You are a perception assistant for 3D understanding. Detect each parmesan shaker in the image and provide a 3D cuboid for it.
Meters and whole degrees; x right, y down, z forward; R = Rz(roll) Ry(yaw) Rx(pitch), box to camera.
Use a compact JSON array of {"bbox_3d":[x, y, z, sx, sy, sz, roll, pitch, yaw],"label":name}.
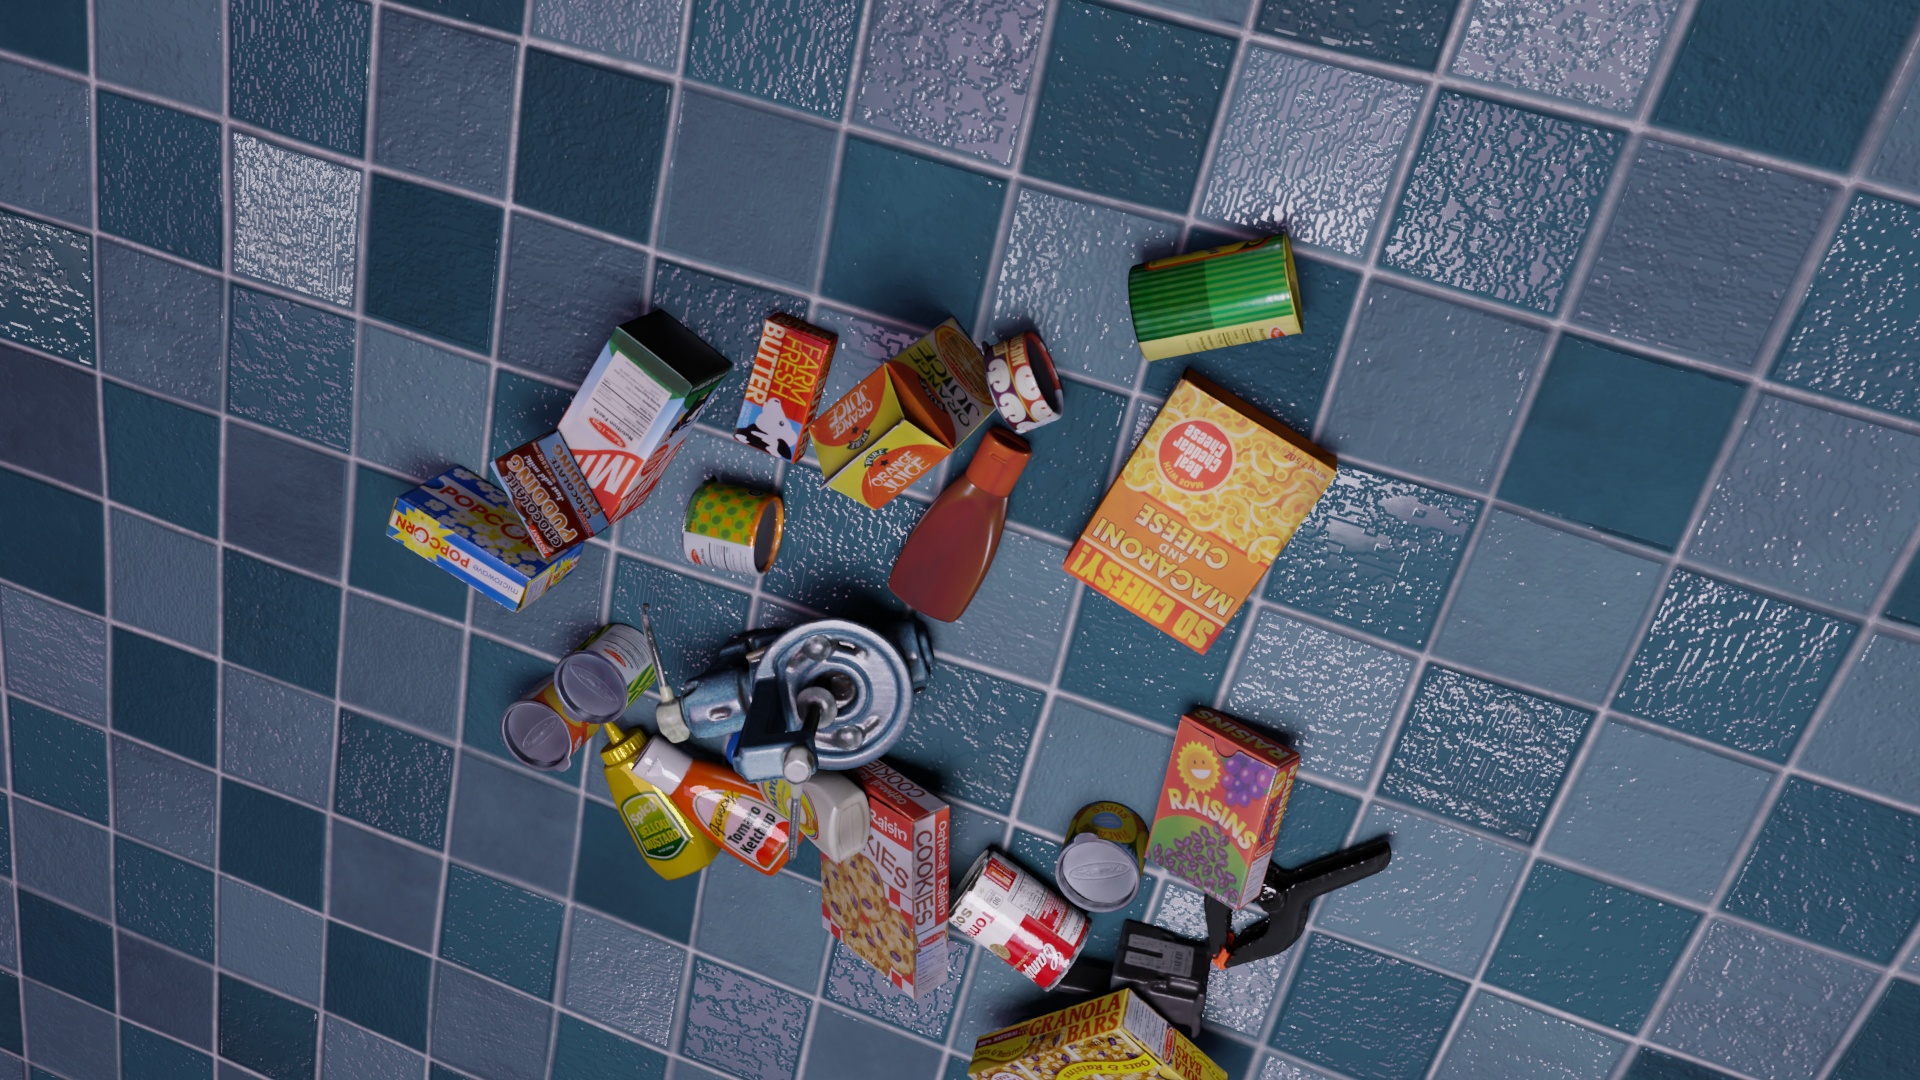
[{"bbox_3d":[0.167,-0.160,0.911,0.103,0.071,0.071,-8,108,19],"label":"parmesan shaker"}]

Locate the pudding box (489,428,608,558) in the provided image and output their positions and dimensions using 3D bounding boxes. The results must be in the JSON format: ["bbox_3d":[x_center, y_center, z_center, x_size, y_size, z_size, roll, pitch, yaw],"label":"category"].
[{"bbox_3d":[-0.306,-0.035,1.033,0.049,0.030,0.083,-21,102,24],"label":"pudding box"}]

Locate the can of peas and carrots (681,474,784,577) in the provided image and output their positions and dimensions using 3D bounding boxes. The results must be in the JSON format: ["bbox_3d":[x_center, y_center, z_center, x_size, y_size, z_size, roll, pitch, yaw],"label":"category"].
[{"bbox_3d":[-0.173,-0.011,1.068,0.059,0.071,0.070,12,113,11],"label":"can of peas and carrots"}]

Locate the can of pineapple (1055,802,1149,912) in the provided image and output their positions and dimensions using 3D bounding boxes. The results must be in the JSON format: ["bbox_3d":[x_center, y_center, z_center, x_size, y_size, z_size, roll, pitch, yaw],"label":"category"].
[{"bbox_3d":[0.112,0.245,1.085,0.071,0.058,0.070,5,111,14],"label":"can of pineapple"}]

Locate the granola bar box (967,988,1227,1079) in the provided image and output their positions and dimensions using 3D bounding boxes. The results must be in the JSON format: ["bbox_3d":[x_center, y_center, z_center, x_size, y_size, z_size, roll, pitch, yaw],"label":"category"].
[{"bbox_3d":[0.107,0.425,1.102,0.165,0.039,0.124,-32,113,35],"label":"granola bar box"}]

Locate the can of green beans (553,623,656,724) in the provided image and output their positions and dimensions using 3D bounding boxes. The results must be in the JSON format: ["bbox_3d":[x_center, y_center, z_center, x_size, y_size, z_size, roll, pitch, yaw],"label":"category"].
[{"bbox_3d":[-0.292,0.110,1.149,0.071,0.058,0.071,5,111,14],"label":"can of green beans"}]

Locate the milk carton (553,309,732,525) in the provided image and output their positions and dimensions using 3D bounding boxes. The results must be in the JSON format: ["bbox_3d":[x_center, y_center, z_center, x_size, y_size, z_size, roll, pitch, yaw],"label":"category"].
[{"bbox_3d":[-0.262,-0.077,1.064,0.073,0.072,0.189,38,114,0],"label":"milk carton"}]

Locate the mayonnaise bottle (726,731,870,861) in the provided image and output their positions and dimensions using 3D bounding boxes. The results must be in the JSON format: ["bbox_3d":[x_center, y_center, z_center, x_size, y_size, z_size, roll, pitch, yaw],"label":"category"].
[{"bbox_3d":[-0.132,0.195,1.107,0.148,0.041,0.064,26,127,42],"label":"mayonnaise bottle"}]

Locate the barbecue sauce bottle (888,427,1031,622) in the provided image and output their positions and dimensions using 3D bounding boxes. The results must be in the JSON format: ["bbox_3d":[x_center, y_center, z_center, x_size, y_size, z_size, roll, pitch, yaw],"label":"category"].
[{"bbox_3d":[0.004,-0.013,1.028,0.065,0.044,0.148,30,114,3],"label":"barbecue sauce bottle"}]

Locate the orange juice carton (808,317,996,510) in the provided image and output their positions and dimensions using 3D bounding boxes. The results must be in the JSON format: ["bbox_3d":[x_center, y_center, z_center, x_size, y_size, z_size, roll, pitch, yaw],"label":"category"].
[{"bbox_3d":[-0.036,-0.083,0.930,0.071,0.193,0.073,-36,97,25],"label":"orange juice carton"}]

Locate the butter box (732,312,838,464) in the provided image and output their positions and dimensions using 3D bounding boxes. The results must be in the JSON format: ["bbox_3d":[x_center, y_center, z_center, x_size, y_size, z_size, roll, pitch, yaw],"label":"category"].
[{"bbox_3d":[-0.131,-0.113,1.038,0.053,0.024,0.103,23,114,7],"label":"butter box"}]

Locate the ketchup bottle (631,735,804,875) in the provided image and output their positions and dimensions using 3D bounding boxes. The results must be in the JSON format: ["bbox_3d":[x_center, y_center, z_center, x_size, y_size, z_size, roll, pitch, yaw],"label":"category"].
[{"bbox_3d":[-0.201,0.215,1.154,0.149,0.043,0.064,35,96,-11],"label":"ketchup bottle"}]

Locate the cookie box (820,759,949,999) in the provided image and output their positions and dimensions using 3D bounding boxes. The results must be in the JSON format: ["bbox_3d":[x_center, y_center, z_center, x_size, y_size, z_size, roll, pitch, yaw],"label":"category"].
[{"bbox_3d":[-0.063,0.265,1.120,0.123,0.040,0.166,23,120,44],"label":"cookie box"}]

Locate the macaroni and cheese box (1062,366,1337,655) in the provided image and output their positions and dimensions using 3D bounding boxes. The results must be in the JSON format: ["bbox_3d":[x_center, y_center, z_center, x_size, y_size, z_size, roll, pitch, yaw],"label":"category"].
[{"bbox_3d":[0.167,-0.019,0.981,0.124,0.040,0.165,32,115,2],"label":"macaroni and cheese box"}]

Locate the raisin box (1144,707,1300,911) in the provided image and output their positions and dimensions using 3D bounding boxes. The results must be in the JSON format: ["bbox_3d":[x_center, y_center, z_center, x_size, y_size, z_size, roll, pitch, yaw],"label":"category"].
[{"bbox_3d":[0.193,0.198,1.034,0.086,0.040,0.123,26,114,36],"label":"raisin box"}]

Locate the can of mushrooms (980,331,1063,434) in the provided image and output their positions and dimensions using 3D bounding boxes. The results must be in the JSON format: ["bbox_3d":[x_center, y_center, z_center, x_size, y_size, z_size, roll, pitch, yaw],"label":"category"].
[{"bbox_3d":[0.043,-0.112,0.966,0.033,0.071,0.071,-20,104,21],"label":"can of mushrooms"}]

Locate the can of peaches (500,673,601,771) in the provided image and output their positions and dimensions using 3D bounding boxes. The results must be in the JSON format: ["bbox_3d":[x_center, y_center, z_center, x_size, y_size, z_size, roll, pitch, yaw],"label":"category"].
[{"bbox_3d":[-0.345,0.155,1.181,0.071,0.058,0.071,5,111,13],"label":"can of peaches"}]

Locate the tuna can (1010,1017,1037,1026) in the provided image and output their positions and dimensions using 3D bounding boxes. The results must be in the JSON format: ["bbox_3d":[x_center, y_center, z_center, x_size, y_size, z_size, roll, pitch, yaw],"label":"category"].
[{"bbox_3d":[0.063,0.445,1.188,0.071,0.033,0.070,5,111,14],"label":"tuna can"}]

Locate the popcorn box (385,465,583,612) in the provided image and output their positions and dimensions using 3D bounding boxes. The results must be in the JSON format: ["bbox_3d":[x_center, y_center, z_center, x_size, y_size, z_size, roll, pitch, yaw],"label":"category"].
[{"bbox_3d":[-0.380,-0.002,1.117,0.127,0.085,0.038,31,116,3],"label":"popcorn box"}]

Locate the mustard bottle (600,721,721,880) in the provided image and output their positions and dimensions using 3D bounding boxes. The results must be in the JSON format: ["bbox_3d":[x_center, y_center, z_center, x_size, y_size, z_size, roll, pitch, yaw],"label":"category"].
[{"bbox_3d":[-0.266,0.212,1.185,0.065,0.049,0.160,-26,101,17],"label":"mustard bottle"}]
